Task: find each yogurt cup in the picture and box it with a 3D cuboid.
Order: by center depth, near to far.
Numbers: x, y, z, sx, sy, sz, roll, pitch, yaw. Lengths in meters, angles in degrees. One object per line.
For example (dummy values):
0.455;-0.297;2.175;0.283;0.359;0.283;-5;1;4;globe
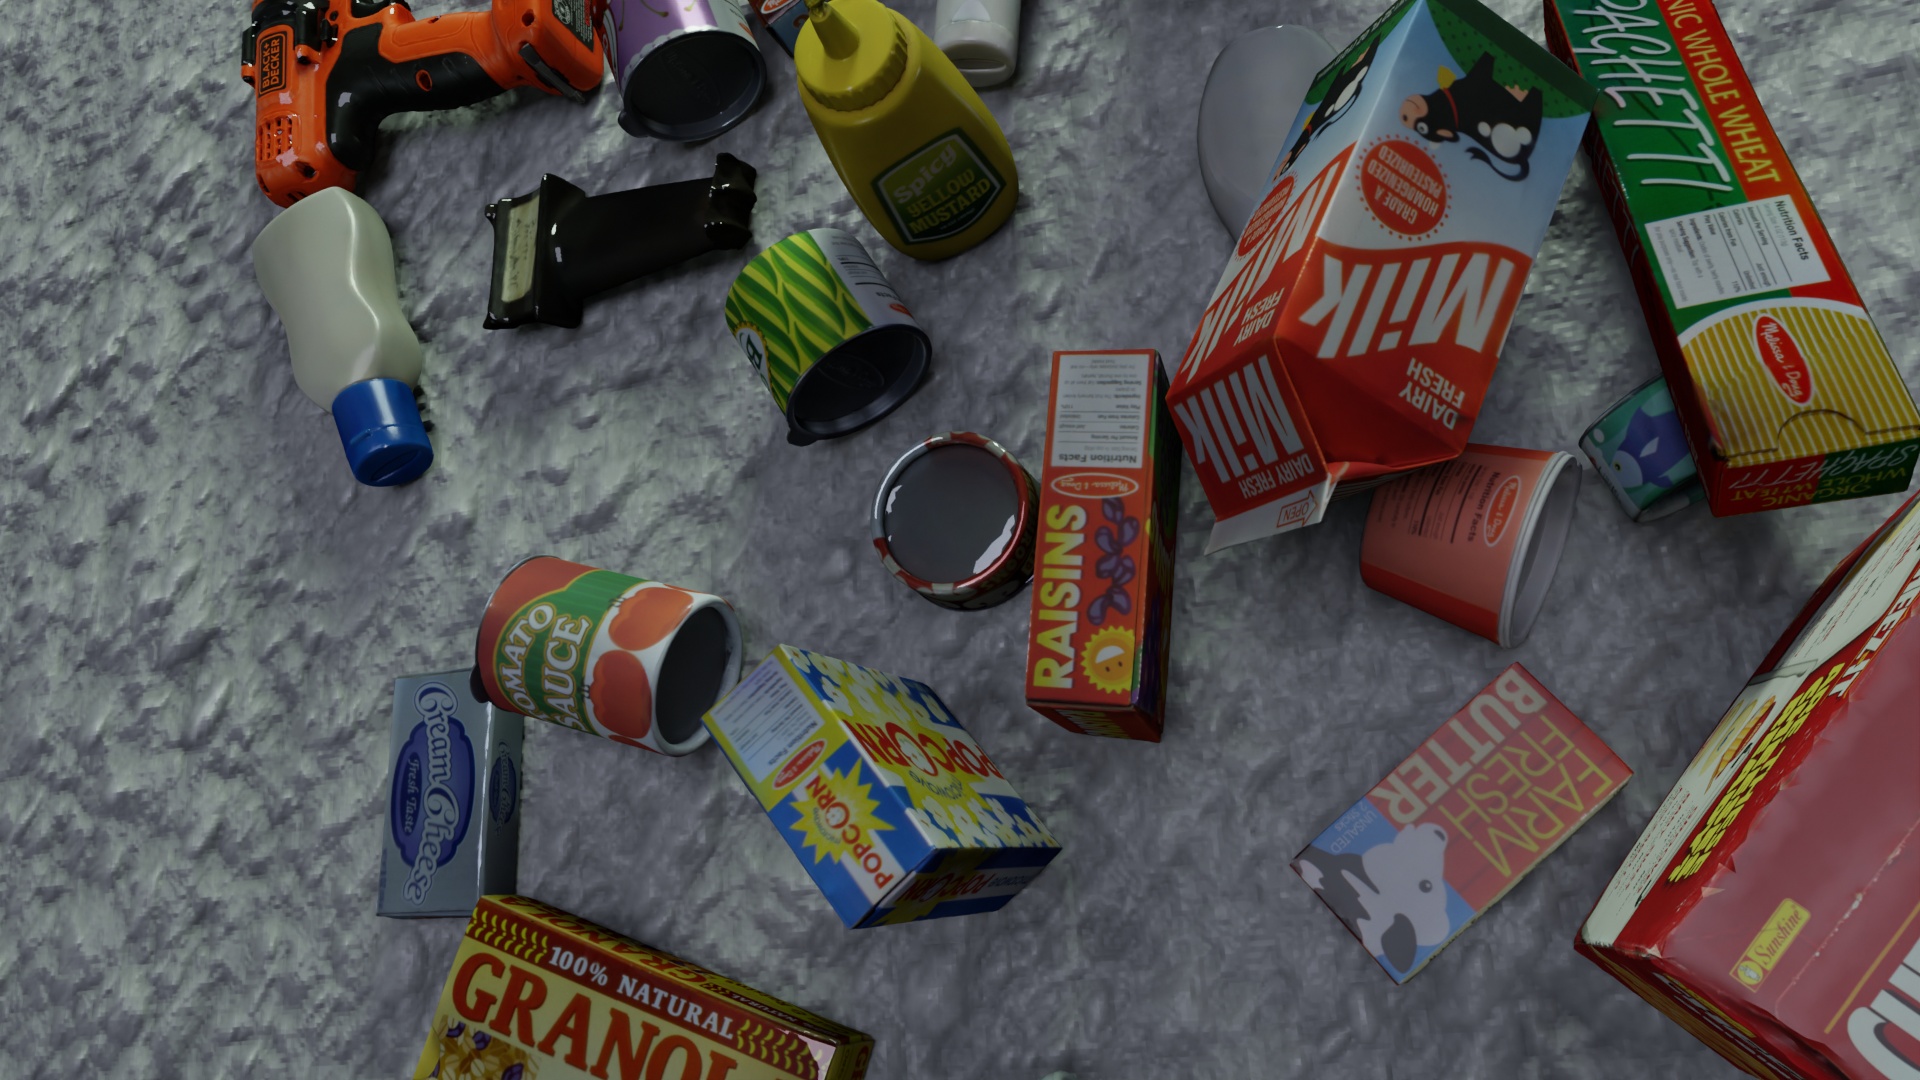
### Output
0.170;-0.003;0.469;0.054;0.072;0.072;18;82;31;yogurt cup

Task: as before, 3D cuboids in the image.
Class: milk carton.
0.131;-0.081;0.455;0.073;0.072;0.191;30;72;-11;milk carton

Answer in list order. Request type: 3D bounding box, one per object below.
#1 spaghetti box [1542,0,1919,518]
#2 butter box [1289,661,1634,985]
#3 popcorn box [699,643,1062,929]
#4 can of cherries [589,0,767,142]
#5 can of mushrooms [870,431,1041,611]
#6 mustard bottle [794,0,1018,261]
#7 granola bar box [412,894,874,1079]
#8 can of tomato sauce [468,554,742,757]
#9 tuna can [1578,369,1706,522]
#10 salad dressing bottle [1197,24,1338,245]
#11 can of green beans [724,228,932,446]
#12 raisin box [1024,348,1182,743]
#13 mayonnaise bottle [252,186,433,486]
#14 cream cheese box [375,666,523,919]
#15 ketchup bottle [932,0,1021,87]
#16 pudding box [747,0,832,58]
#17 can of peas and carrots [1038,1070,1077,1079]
0.237;-0.115;0.448;0.050;0.028;0.251;-9;50;16;spaghetti box
0.166;0.094;0.464;0.103;0.024;0.053;-44;67;3;butter box
-0.022;0.085;0.474;0.038;0.126;0.085;-44;66;8;popcorn box
-0.131;-0.224;0.630;0.071;0.071;0.058;-28;68;10;can of cherries
0.002;-0.007;0.543;0.071;0.033;0.071;-5;73;17;can of mushrooms
-0.026;-0.160;0.526;0.065;0.160;0.049;-31;69;10;mustard bottle
-0.129;0.219;0.521;0.165;0.039;0.124;14;80;21;granola bar box
-0.140;0.046;0.556;0.083;0.071;0.071;11;79;21;can of tomato sauce
0.242;-0.037;0.451;0.071;0.071;0.033;-29;70;9;tuna can
0.126;-0.120;0.528;0.064;0.044;0.148;-7;75;12;salad dressing bottle
-0.054;-0.084;0.565;0.071;0.071;0.058;-37;67;6;can of green beans
0.054;0.005;0.493;0.040;0.086;0.123;2;76;15;raisin box
-0.291;-0.095;0.663;0.064;0.041;0.148;-31;69;10;mayonnaise bottle
-0.215;0.107;0.589;0.053;0.024;0.104;-7;73;16;cream cheese box
0.011;-0.273;0.608;0.065;0.043;0.149;2;76;8;ketchup bottle
-0.061;-0.269;0.639;0.083;0.030;0.050;-34;69;7;pudding box
0.024;0.219;0.454;0.058;0.071;0.071;-31;68;8;can of peas and carrots
